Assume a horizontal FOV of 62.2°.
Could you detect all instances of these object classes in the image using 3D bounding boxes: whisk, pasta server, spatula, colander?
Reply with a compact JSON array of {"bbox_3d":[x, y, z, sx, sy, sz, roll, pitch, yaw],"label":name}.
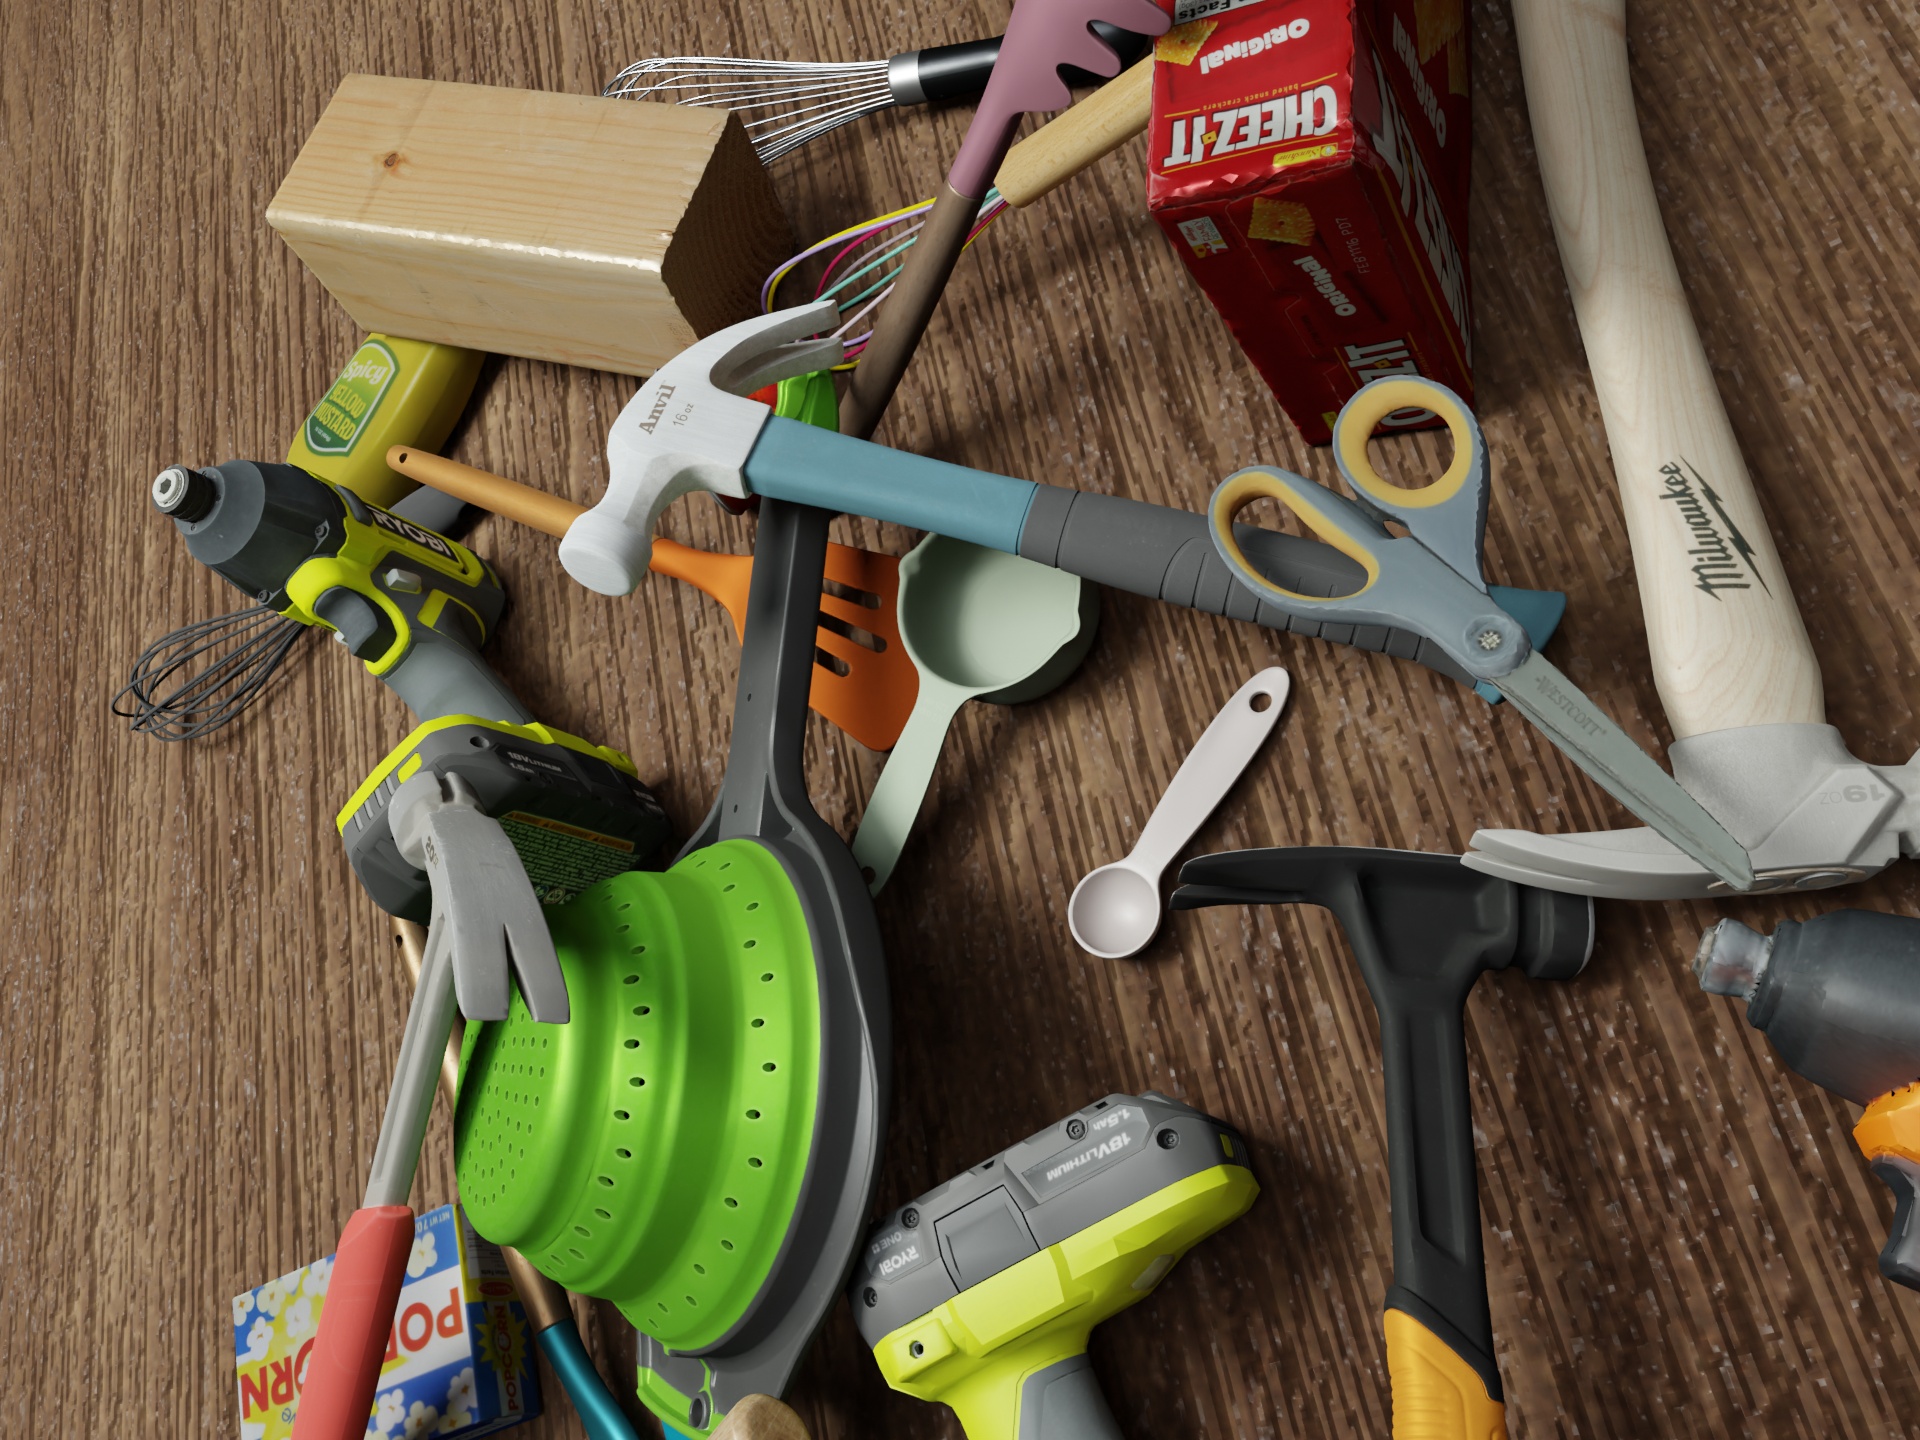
[{"bbox_3d":[-0.051,-0.290,0.733,0.284,0.070,0.070,-2,72,22],"label":"whisk"},{"bbox_3d":[-0.335,-0.060,0.808,0.239,0.055,0.055,-32,61,11],"label":"whisk"},{"bbox_3d":[0.000,-0.170,0.572,0.316,0.040,0.060,126,148,-52],"label":"pasta server"},{"bbox_3d":[0.007,-0.203,0.641,0.245,0.051,0.047,-20,87,41],"label":"whisk"},{"bbox_3d":[-0.171,0.208,0.605,0.082,0.044,0.318,-43,64,30],"label":"spatula"},{"bbox_3d":[-0.146,-0.077,0.709,0.323,0.041,0.081,22,85,31],"label":"spatula"},{"bbox_3d":[-0.106,0.044,0.565,0.204,0.094,0.397,-15,66,55],"label":"colander"}]

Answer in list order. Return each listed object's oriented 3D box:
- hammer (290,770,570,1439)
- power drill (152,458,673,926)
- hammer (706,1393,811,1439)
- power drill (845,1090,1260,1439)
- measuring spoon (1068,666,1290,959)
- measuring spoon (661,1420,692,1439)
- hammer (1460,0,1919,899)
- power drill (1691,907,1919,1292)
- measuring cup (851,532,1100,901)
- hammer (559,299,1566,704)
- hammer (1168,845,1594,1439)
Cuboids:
[{"bbox_3d":[-0.204,0.205,0.546,0.149,0.036,0.359,43,119,55],"label":"hammer"},{"bbox_3d":[-0.231,-0.017,0.666,0.080,0.171,0.223,-46,62,8],"label":"power drill"},{"bbox_3d":[-0.147,0.334,0.531,0.331,0.031,0.130,-51,58,23],"label":"hammer"},{"bbox_3d":[0.077,0.232,0.468,0.190,0.080,0.229,-31,63,9],"label":"power drill"},{"bbox_3d":[0.083,0.034,0.572,0.034,0.018,0.124,32,83,33],"label":"measuring spoon"},{"bbox_3d":[-0.106,0.263,0.586,0.042,0.021,0.129,-27,62,18],"label":"measuring spoon"},{"bbox_3d":[0.213,-0.142,0.529,0.146,0.038,0.411,-5,67,6],"label":"hammer"},{"bbox_3d":[0.239,0.157,0.384,0.164,0.084,0.226,20,71,24],"label":"power drill"},{"bbox_3d":[-0.001,-0.002,0.614,0.083,0.038,0.167,23,89,29],"label":"measuring cup"},{"bbox_3d":[0.037,-0.065,0.549,0.331,0.033,0.128,15,63,10],"label":"hammer"},{"bbox_3d":[0.120,0.188,0.415,0.127,0.034,0.337,5,59,-1],"label":"hammer"}]
